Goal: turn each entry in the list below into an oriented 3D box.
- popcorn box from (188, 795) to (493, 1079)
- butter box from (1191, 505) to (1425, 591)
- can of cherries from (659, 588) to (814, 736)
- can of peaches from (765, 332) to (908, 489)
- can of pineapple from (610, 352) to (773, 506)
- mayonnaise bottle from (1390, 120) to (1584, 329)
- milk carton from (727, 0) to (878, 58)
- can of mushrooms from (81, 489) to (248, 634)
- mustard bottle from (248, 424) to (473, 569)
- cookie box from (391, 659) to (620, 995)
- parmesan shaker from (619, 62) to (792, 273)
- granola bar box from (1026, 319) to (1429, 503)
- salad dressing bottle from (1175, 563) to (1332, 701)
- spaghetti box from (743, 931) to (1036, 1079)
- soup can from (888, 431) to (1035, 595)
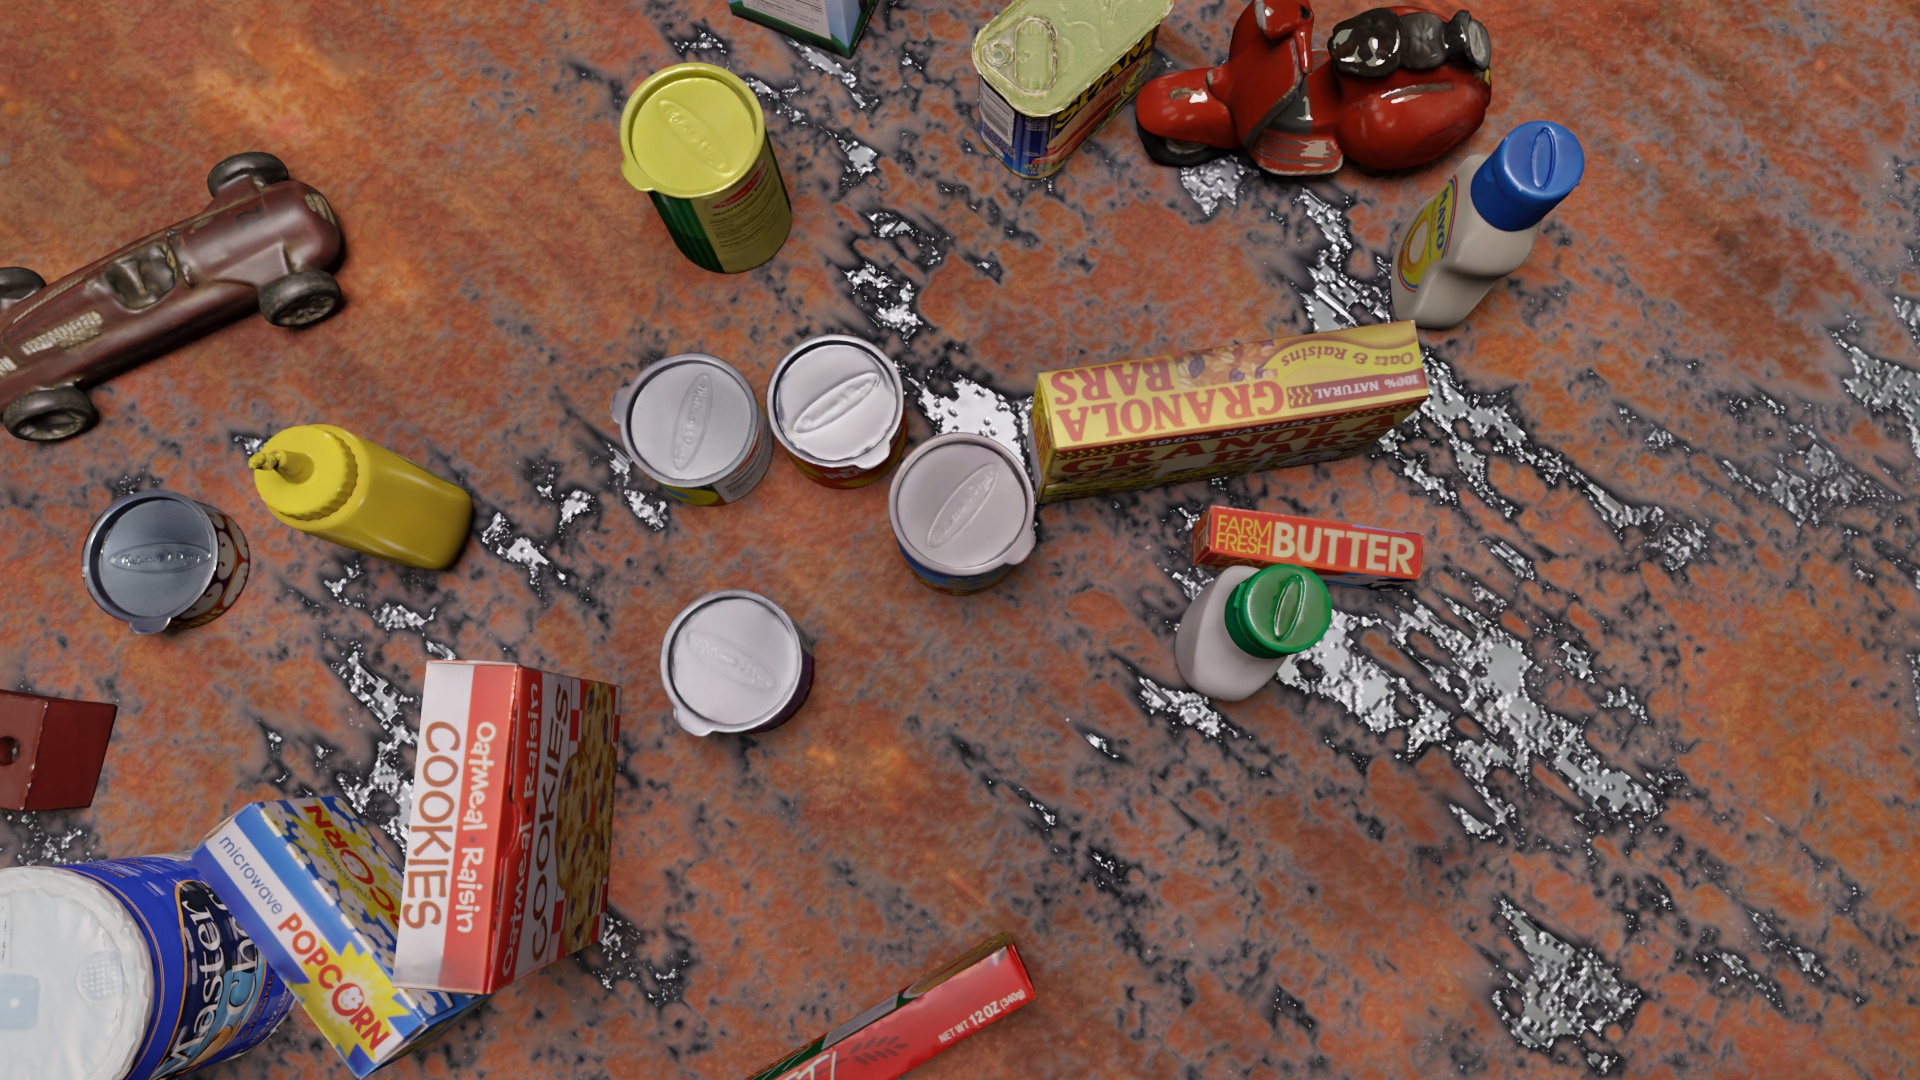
[{"bbox_3d":[-0.278,0.175,0.631,0.038,0.085,0.127,-41,83,-6],"label":"popcorn box"},{"bbox_3d":[0.167,0.005,0.678,0.103,0.053,0.024,8,81,1],"label":"butter box"},{"bbox_3d":[-0.107,0.061,0.665,0.071,0.058,0.071,0,80,0],"label":"can of cherries"},{"bbox_3d":[-0.058,-0.060,0.687,0.071,0.058,0.071,0,80,0],"label":"can of peaches"},{"bbox_3d":[-0.130,-0.054,0.685,0.071,0.058,0.071,0,80,0],"label":"can of pineapple"},{"bbox_3d":[0.245,-0.150,0.657,0.041,0.148,0.065,8,81,1],"label":"mayonnaise bottle"},{"bbox_3d":[-0.078,-0.320,0.664,0.073,0.190,0.072,22,81,4],"label":"milk carton"},{"bbox_3d":[-0.391,0.013,0.685,0.071,0.033,0.071,0,80,0],"label":"can of mushrooms"},{"bbox_3d":[-0.274,-0.022,0.627,0.065,0.160,0.049,17,81,3],"label":"mustard bottle"},{"bbox_3d":[-0.187,0.119,0.600,0.040,0.167,0.123,2,81,0],"label":"cookie box"},{"bbox_3d":[-0.125,-0.178,0.684,0.071,0.103,0.071,0,81,0],"label":"parmesan shaker"},{"bbox_3d":[0.118,-0.056,0.653,0.166,0.124,0.039,-8,81,-2],"label":"granola bar box"},{"bbox_3d":[0.130,0.039,0.624,0.044,0.147,0.064,19,81,3],"label":"salad dressing bottle"},{"bbox_3d":[-0.080,0.255,0.636,0.250,0.050,0.029,-29,82,-5],"label":"spaghetti box"},{"bbox_3d":[0.002,-0.008,0.665,0.071,0.083,0.071,0,81,0],"label":"soup can"}]
